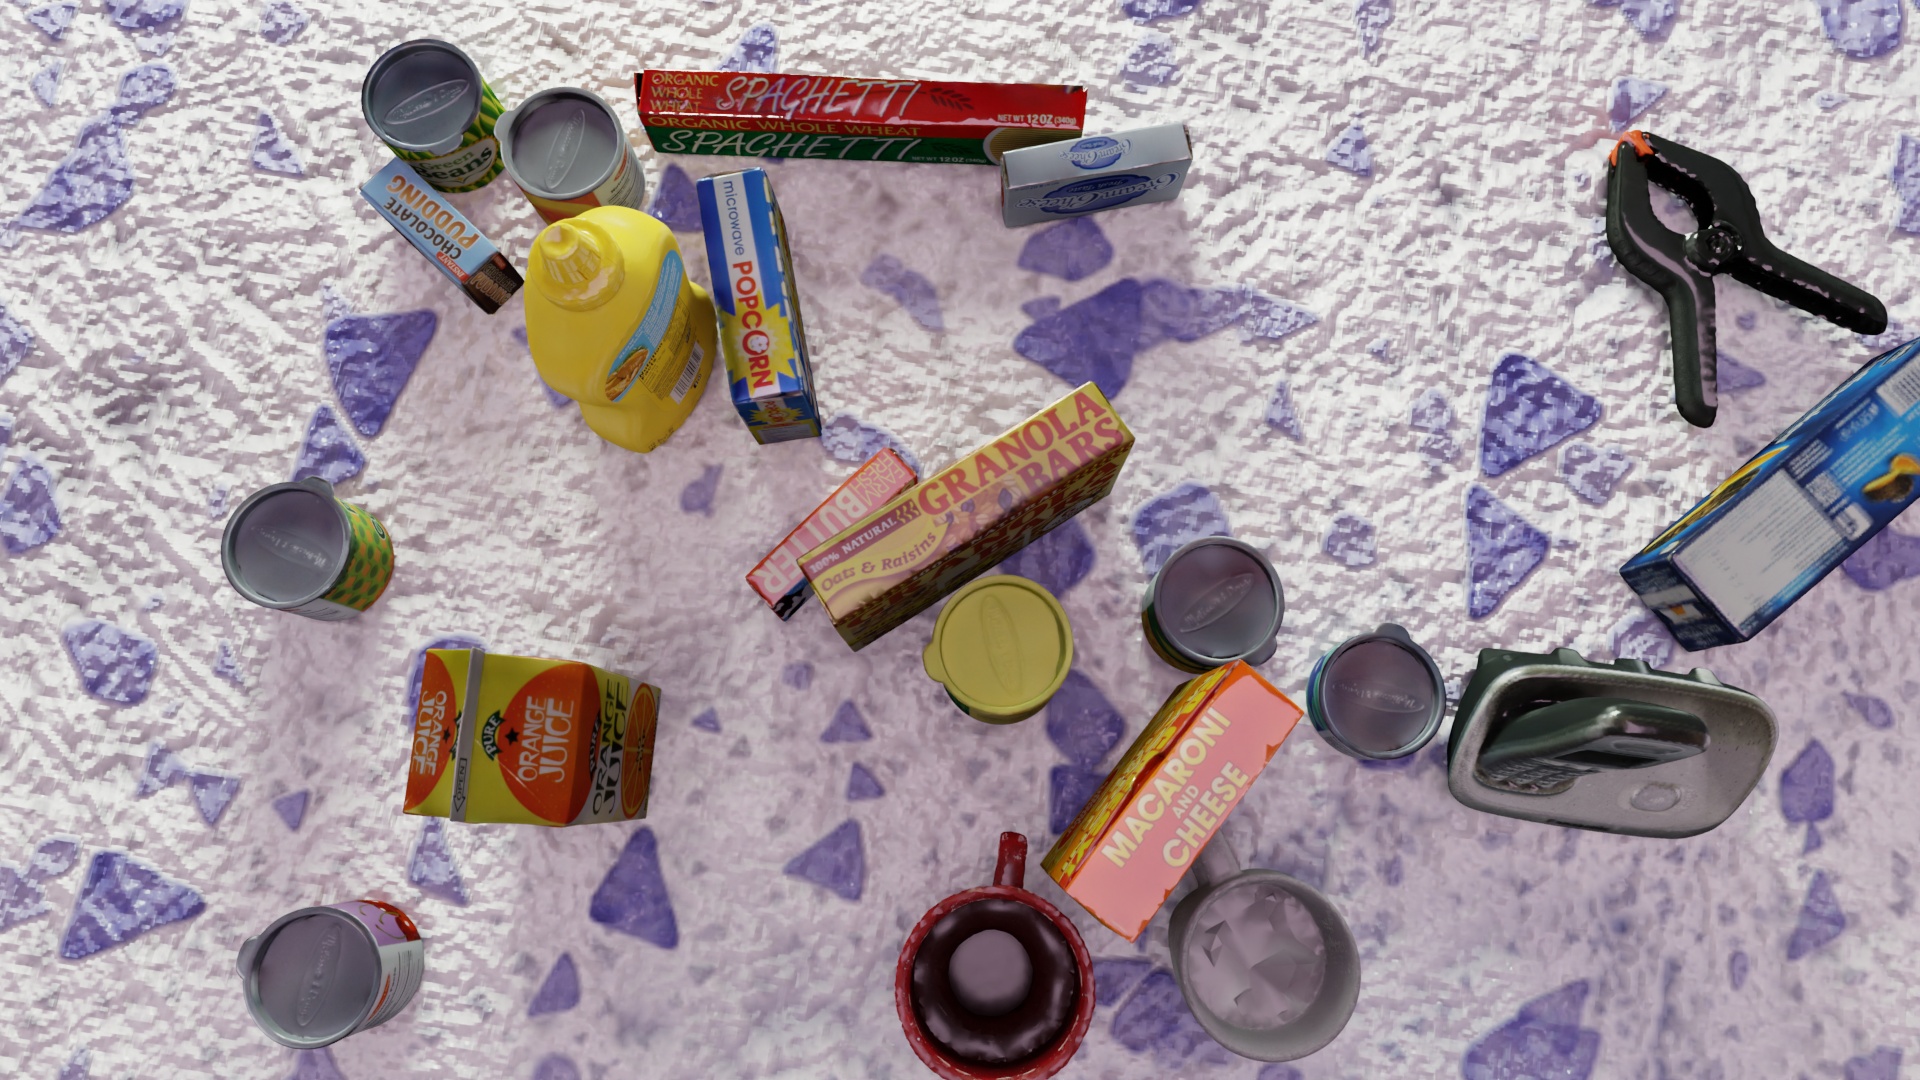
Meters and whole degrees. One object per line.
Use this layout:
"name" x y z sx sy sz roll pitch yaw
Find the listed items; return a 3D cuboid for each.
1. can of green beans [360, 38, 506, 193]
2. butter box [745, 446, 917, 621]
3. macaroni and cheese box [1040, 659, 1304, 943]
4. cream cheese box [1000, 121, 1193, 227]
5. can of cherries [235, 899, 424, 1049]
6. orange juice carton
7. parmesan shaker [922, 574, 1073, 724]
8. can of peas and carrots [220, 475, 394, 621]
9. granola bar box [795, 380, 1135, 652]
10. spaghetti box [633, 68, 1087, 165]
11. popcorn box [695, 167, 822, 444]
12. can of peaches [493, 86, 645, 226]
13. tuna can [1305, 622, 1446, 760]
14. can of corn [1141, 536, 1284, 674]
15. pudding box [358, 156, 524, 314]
"can of green beans" -0.291 -0.236 0.779 0.071 0.057 0.071 0 79 0
"butter box" -0.066 -0.003 0.736 0.103 0.053 0.024 -44 82 -7
"macaroni and cheese box" 0.092 0.121 0.654 0.040 0.166 0.124 38 82 7
"cream cheese box" 0.074 -0.203 0.774 0.104 0.053 0.024 -10 80 -2
"can of cherries" -0.312 0.213 0.692 0.071 0.058 0.071 0 79 0
"orange juice carton" -0.199 0.093 0.647 0.073 0.192 0.072 4 80 1
"parmesan shaker" 0.018 0.058 0.698 0.071 0.103 0.071 0 80 0
"can of peas and carrots" -0.341 0.005 0.732 0.071 0.058 0.071 0 79 0
"granola bar box" 0.003 -0.009 0.701 0.166 0.124 0.039 -32 81 -5
"spaghetti box" -0.055 -0.237 0.783 0.250 0.050 0.029 2 80 1
"popcorn box" -0.106 -0.123 0.743 0.038 0.085 0.127 -11 79 -2
"can of peaches" -0.216 -0.210 0.774 0.071 0.058 0.071 0 79 0
"tuna can" 0.217 0.080 0.729 0.071 0.032 0.071 0 79 0
"can of corn" 0.132 0.037 0.725 0.071 0.058 0.071 0 79 0
"pudding box" -0.287 -0.168 0.770 0.084 0.049 0.030 42 82 7
